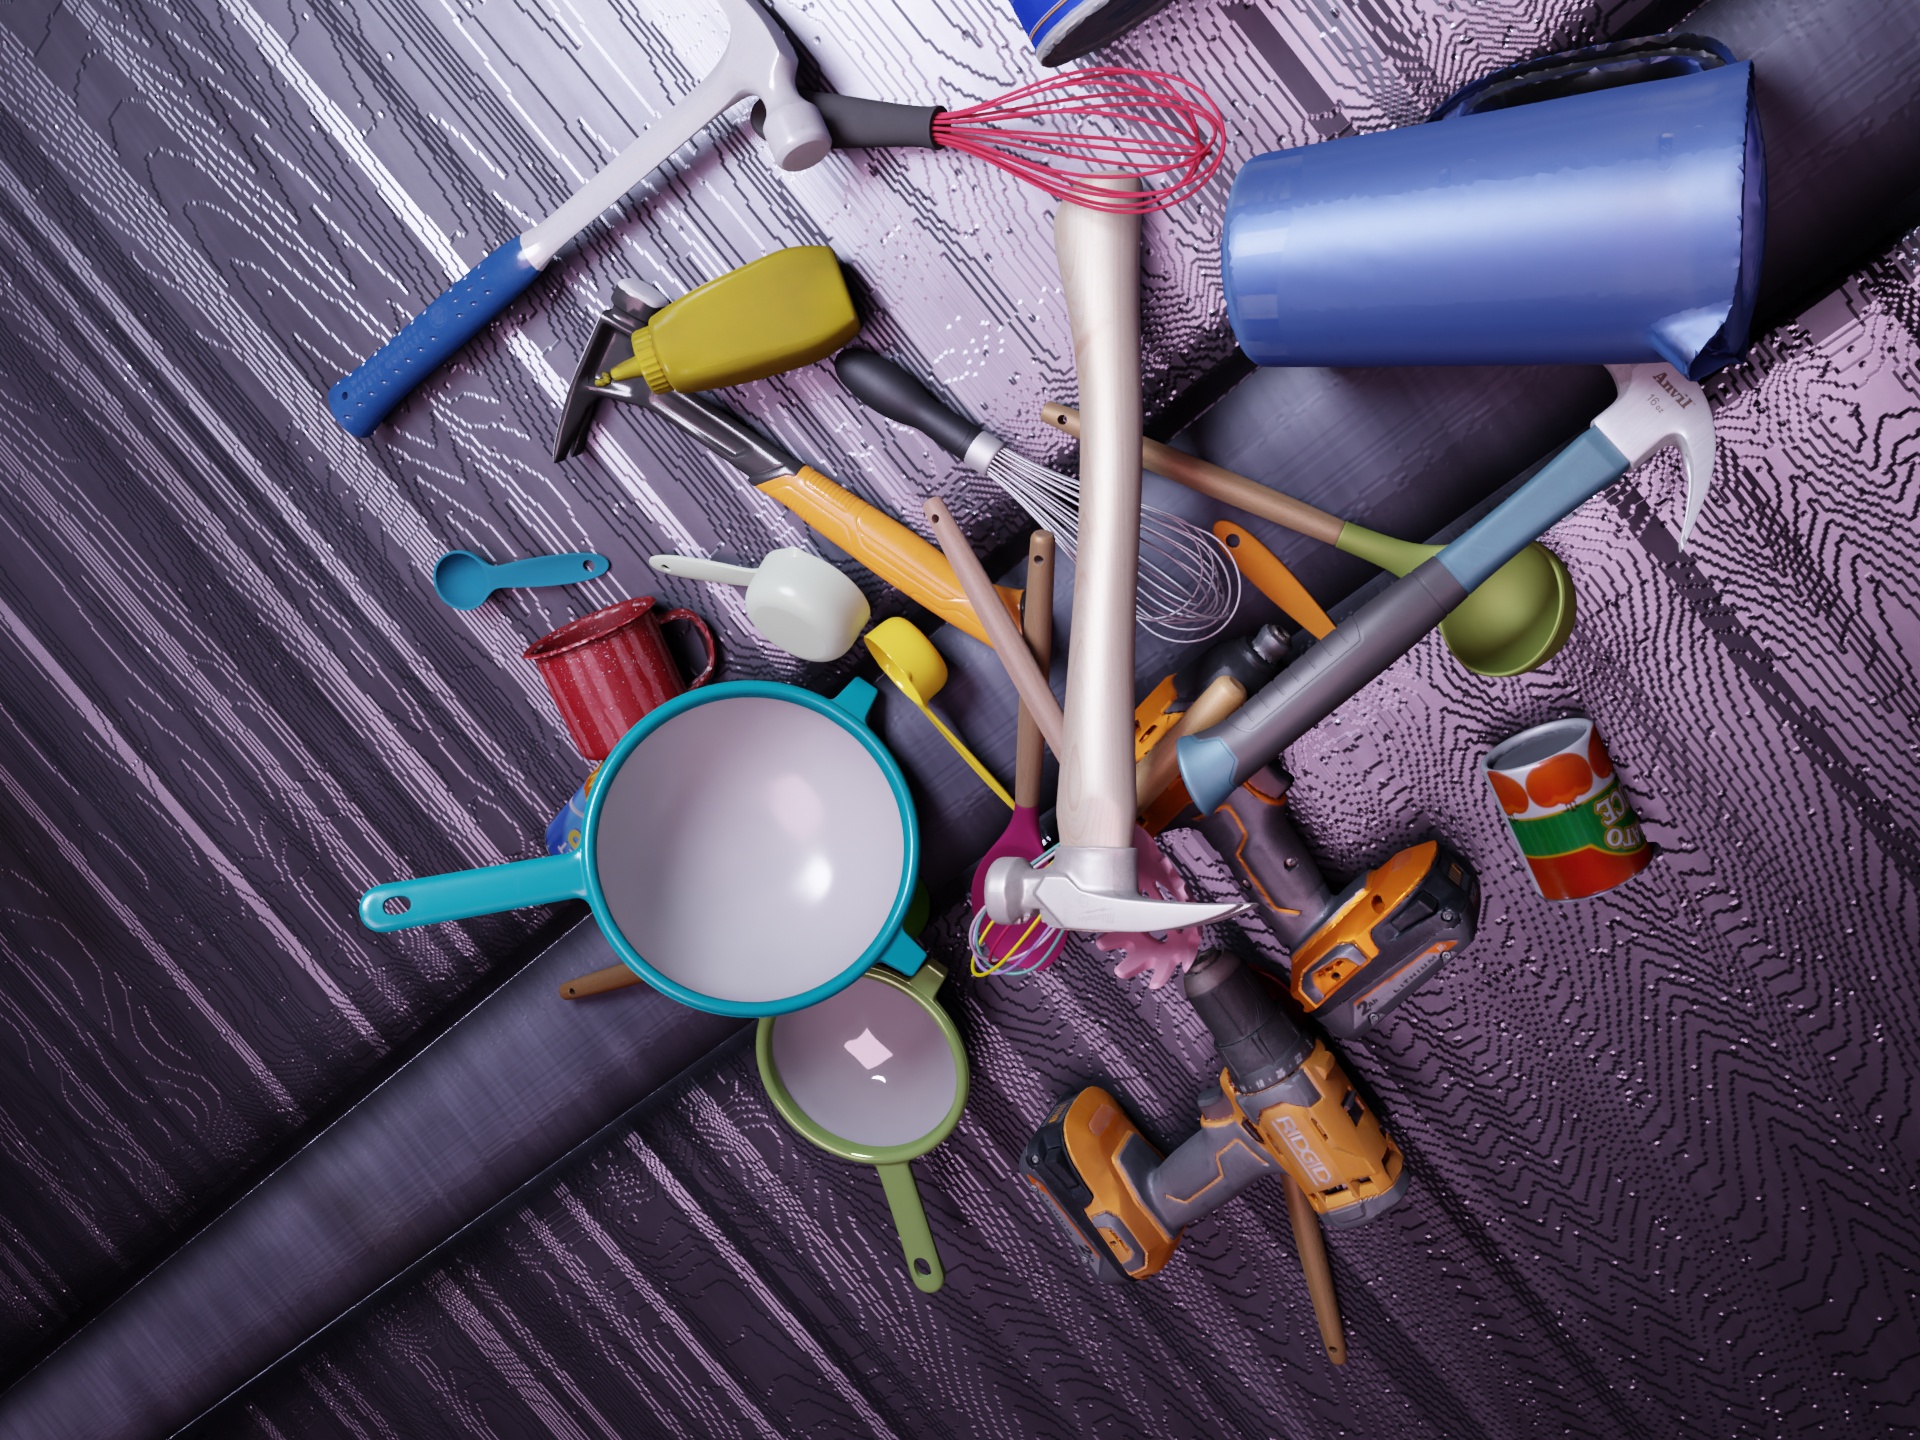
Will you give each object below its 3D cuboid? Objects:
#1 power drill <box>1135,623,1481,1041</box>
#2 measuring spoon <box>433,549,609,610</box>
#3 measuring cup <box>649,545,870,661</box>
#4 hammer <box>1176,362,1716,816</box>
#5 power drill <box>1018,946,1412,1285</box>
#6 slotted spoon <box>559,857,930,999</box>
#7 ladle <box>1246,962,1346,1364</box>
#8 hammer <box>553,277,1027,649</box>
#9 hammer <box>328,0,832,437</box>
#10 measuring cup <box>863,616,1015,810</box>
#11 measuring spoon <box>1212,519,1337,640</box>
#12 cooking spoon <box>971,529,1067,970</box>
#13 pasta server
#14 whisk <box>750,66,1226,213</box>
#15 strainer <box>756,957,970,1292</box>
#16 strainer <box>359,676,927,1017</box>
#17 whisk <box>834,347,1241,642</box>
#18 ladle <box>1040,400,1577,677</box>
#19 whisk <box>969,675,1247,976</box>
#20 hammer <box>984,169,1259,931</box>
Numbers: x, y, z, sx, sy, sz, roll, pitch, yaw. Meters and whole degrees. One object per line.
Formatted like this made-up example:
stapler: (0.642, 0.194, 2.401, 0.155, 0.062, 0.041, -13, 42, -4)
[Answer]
power drill: (0.196, 0.060, 0.938, 0.226, 0.084, 0.164, 43, 117, 5)
measuring spoon: (-0.297, -0.102, 1.087, 0.128, 0.021, 0.042, -5, 107, 11)
measuring cup: (-0.138, -0.077, 1.012, 0.168, 0.038, 0.083, 12, 150, 26)
hammer: (0.246, -0.068, 0.835, 0.331, 0.033, 0.128, -40, 73, 11)
power drill: (0.143, 0.252, 1.006, 0.226, 0.084, 0.185, -32, 94, 36)
slotted spoon: (-0.163, 0.161, 1.127, 0.314, 0.031, 0.070, -18, 95, 25)
ladle: (0.218, 0.292, 1.043, 0.069, 0.031, 0.315, -6, 109, 31)
hammer: (-0.098, -0.134, 0.993, 0.337, 0.034, 0.127, 34, 115, 5)
hammer: (-0.257, -0.299, 0.977, 0.405, 0.035, 0.144, -28, 81, 29)
measuring cup: (-0.002, -0.003, 1.008, 0.029, 0.062, 0.156, -43, 107, -8)
measuring spoon: (0.190, -0.074, 0.928, 0.117, 0.011, 0.021, 45, 116, 0)
cooking spoon: (0.043, 0.029, 0.986, 0.069, 0.017, 0.318, 15, 124, 20)
pasta server: (0.051, 0.004, 0.903, 0.060, 0.040, 0.316, -35, 73, 25)
whisk: (0.005, -0.319, 0.862, 0.296, 0.073, 0.073, 15, 114, 28)
strainer: (-0.045, 0.270, 1.101, 0.151, 0.069, 0.256, -10, 106, 19)
strainer: (-0.198, 0.095, 1.014, 0.340, 0.095, 0.211, -9, 81, -13)
whisk: (0.041, -0.140, 0.934, 0.285, 0.070, 0.070, 35, 116, 9)
ladle: (0.187, -0.114, 0.892, 0.320, 0.062, 0.078, 25, 109, 12)
whisk: (0.082, 0.068, 0.928, 0.051, 0.047, 0.245, 45, 113, 10)
hammer: (0.087, -0.093, 0.854, 0.146, 0.038, 0.411, -1, 85, 30)
